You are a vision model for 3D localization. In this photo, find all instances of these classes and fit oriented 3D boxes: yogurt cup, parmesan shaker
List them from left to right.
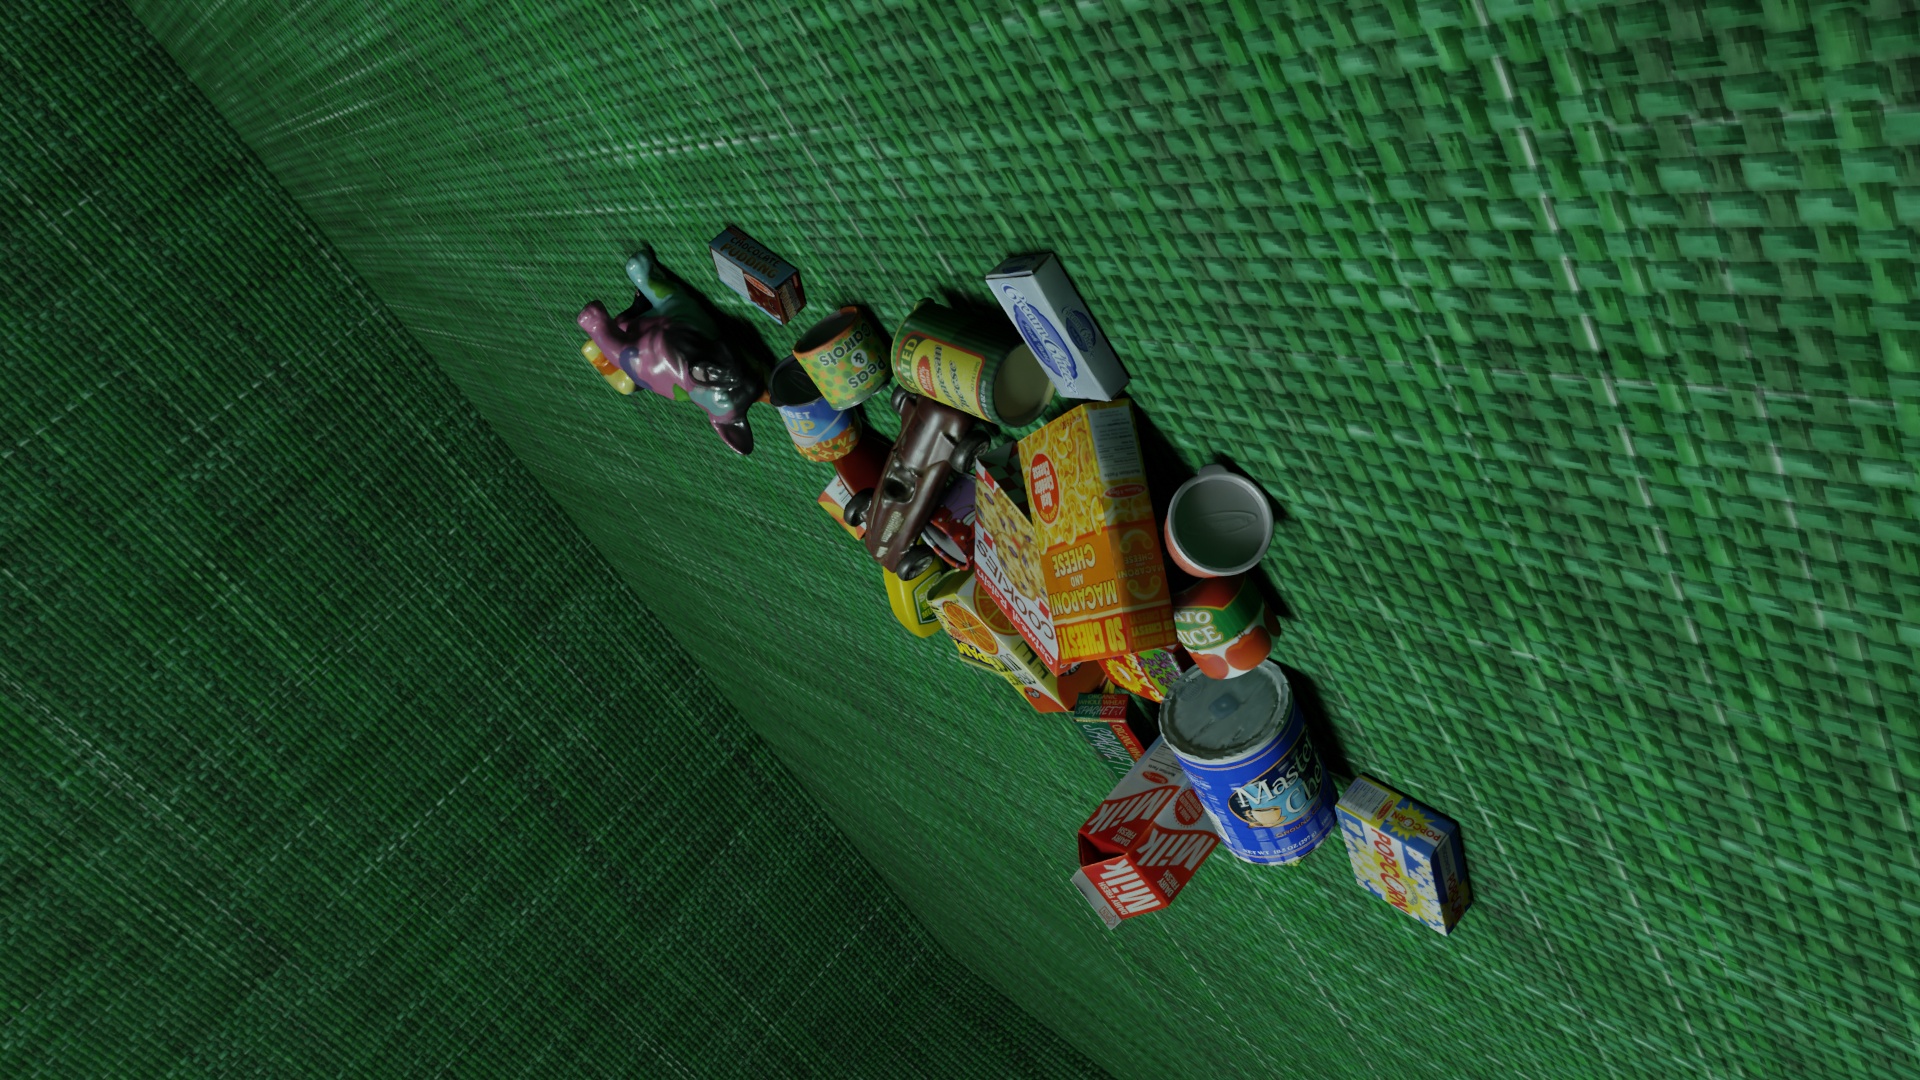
[{"bbox_3d":[0.009,-0.124,0.967,0.103,0.071,0.071,26,154,42],"label":"parmesan shaker"},{"bbox_3d":[0.163,-0.007,0.900,0.072,0.072,0.054,43,169,5],"label":"yogurt cup"}]

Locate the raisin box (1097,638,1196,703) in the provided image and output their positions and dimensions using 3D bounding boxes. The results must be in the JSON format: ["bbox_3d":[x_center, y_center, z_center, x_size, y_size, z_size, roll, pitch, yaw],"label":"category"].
[{"bbox_3d":[0.160,0.094,1.153,0.123,0.040,0.086,16,146,53],"label":"raisin box"}]

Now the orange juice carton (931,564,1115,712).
[{"bbox_3d":[0.072,0.097,1.288,0.192,0.073,0.071,46,160,-7],"label":"orange juice carton"}]

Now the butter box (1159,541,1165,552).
[{"bbox_3d":[0.128,0.018,1.082,0.053,0.024,0.103,52,160,-18],"label":"butter box"}]

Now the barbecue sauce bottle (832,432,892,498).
[{"bbox_3d":[-0.086,-0.068,1.292,0.149,0.065,0.043,43,161,32],"label":"barbecue sauce bottle"}]

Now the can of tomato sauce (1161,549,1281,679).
[{"bbox_3d":[0.176,0.047,0.974,0.083,0.071,0.071,52,159,-23],"label":"can of tomato sauce"}]

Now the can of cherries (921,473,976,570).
[{"bbox_3d":[0.004,-0.015,1.214,0.071,0.058,0.071,39,160,17],"label":"can of cherries"}]

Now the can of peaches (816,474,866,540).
[{"bbox_3d":[-0.097,-0.042,1.358,0.058,0.071,0.071,43,161,2],"label":"can of peaches"}]

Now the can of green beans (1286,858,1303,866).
[{"bbox_3d":[0.275,0.232,1.173,0.071,0.058,0.071,39,160,17],"label":"can of green beans"}]

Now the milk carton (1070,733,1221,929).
[{"bbox_3d":[0.173,0.243,1.201,0.072,0.191,0.073,53,159,-23],"label":"milk carton"}]

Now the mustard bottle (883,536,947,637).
[{"bbox_3d":[-0.048,0.032,1.416,0.049,0.065,0.159,35,156,37],"label":"mustard bottle"}]

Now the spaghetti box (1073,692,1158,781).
[{"bbox_3d":[0.164,0.201,1.292,0.050,0.029,0.249,-2,151,23],"label":"spaghetti box"}]

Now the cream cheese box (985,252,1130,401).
[{"bbox_3d":[0.062,-0.136,0.895,0.053,0.024,0.103,12,143,57],"label":"cream cheese box"}]

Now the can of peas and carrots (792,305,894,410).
[{"bbox_3d":[-0.092,-0.148,1.124,0.071,0.071,0.058,12,143,57],"label":"can of peas and carrots"}]

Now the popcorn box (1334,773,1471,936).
[{"bbox_3d":[0.347,0.246,1.085,0.085,0.038,0.126,26,154,42],"label":"popcorn box"}]

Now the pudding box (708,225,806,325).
[{"bbox_3d":[-0.173,-0.226,1.184,0.084,0.030,0.049,37,158,22],"label":"pudding box"}]

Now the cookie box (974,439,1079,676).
[{"bbox_3d":[0.061,0.017,1.123,0.123,0.040,0.166,51,159,30],"label":"cookie box"}]

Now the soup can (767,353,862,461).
[{"bbox_3d":[-0.132,-0.119,1.258,0.071,0.071,0.083,33,158,30],"label":"soup can"}]

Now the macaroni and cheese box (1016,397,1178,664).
[{"bbox_3d":[0.093,-0.003,0.959,0.123,0.040,0.166,155,105,-70],"label":"macaroni and cheese box"}]
